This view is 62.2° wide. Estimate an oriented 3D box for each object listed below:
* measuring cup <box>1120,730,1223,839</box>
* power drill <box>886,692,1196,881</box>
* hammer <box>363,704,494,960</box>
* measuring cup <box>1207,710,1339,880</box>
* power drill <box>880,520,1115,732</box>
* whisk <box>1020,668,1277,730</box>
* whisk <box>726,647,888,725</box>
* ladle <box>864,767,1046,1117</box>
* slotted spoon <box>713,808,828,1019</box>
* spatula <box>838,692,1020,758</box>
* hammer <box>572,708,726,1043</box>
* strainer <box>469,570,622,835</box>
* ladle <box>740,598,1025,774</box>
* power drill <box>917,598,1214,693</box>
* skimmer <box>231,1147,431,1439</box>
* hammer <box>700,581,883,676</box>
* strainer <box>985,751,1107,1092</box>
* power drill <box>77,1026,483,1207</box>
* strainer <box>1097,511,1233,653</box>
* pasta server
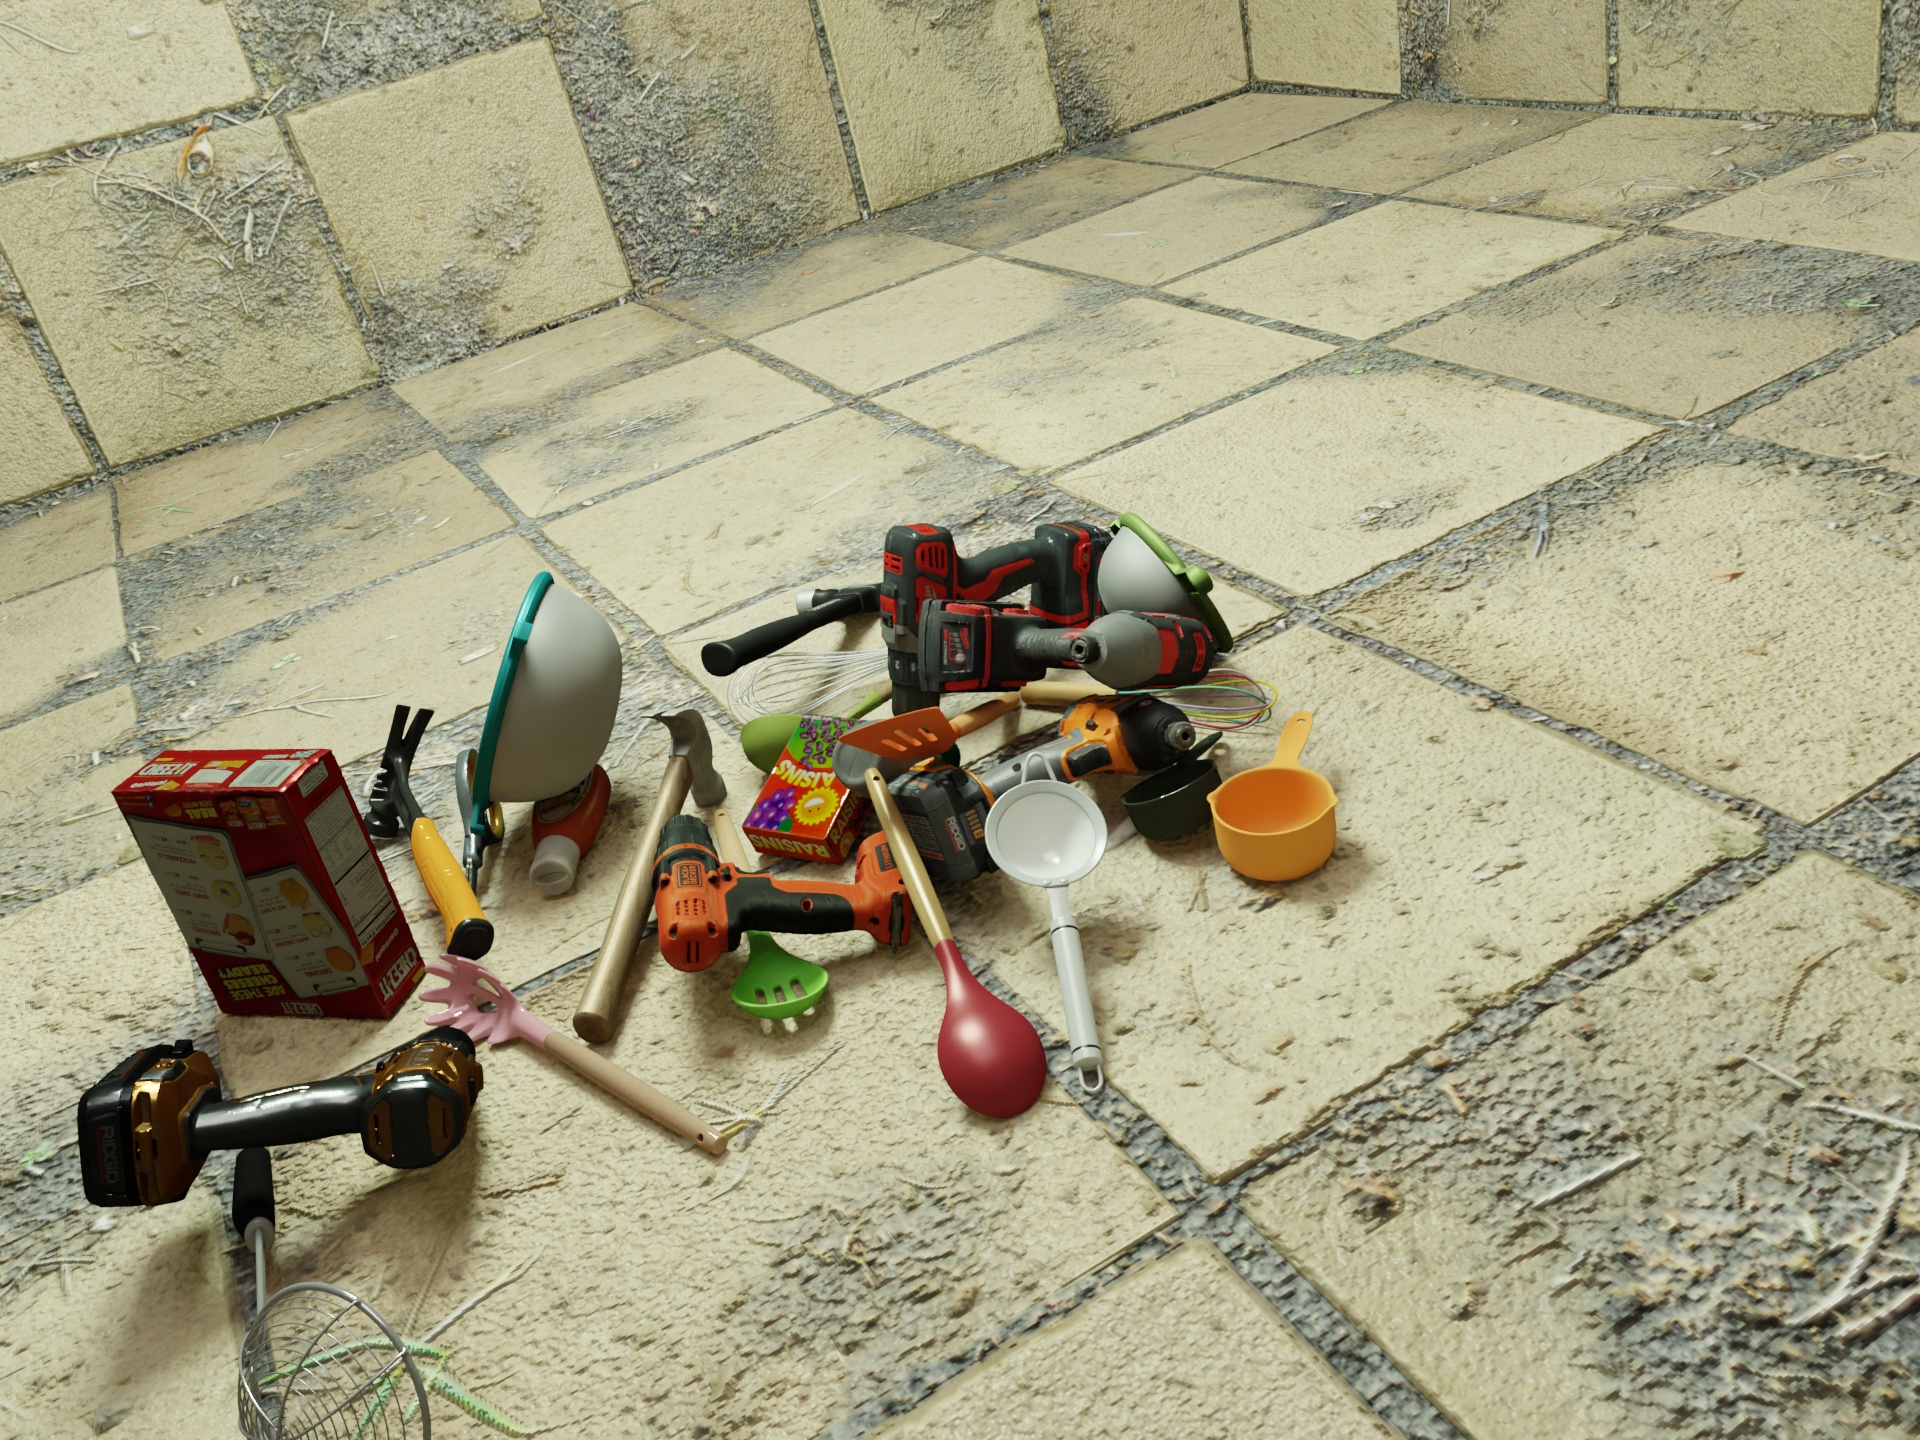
[{"bbox_3d":[0.183,0.049,1.245,0.083,0.038,0.167,-20,8,30],"label":"measuring cup"},{"bbox_3d":[0.067,0.042,1.218,0.226,0.084,0.164,-25,9,-20],"label":"power drill"},{"bbox_3d":[-0.442,0.100,1.329,0.034,0.127,0.337,13,14,-34],"label":"hammer"},{"bbox_3d":[0.244,0.056,1.190,0.095,0.052,0.174,1,31,24],"label":"measuring cup"},{"bbox_3d":[0.029,-0.090,1.441,0.226,0.187,0.080,-9,19,-31],"label":"power drill"},{"bbox_3d":[0.159,-0.021,1.366,0.245,0.051,0.047,3,68,36],"label":"whisk"},{"bbox_3d":[-0.084,-0.053,1.514,0.284,0.070,0.070,-16,29,-15],"label":"whisk"},{"bbox_3d":[-0.017,0.138,1.099,0.069,0.031,0.316,-11,42,-16],"label":"ladle"},{"bbox_3d":[-0.161,0.144,1.232,0.070,0.031,0.314,-12,27,-13],"label":"slotted spoon"},{"bbox_3d":[-0.002,-0.004,1.285,0.081,0.041,0.322,-18,3,19],"label":"spatula"},{"bbox_3d":[-0.247,0.112,1.257,0.031,0.129,0.332,-4,39,10],"label":"hammer"},{"bbox_3d":[-0.345,-0.040,1.422,0.095,0.211,0.341,16,21,-8],"label":"strainer"},{"bbox_3d":[-0.064,-0.043,1.460,0.320,0.078,0.062,-34,79,-29],"label":"ladle"},{"bbox_3d":[0.075,-0.057,1.266,0.220,0.078,0.143,4,4,42],"label":"power drill"},{"bbox_3d":[-0.388,0.335,0.956,0.090,0.127,0.363,-1,11,-25],"label":"skimmer"},{"bbox_3d":[-0.149,-0.091,1.516,0.146,0.035,0.335,-4,12,20],"label":"hammer"},{"bbox_3d":[0.068,0.136,1.083,0.087,0.050,0.259,-5,50,-4],"label":"strainer"},{"bbox_3d":[-0.432,0.249,1.051,0.226,0.084,0.185,-4,4,-10],"label":"power drill"},{"bbox_3d":[0.165,-0.099,1.327,0.069,0.151,0.256,-38,2,3],"label":"strainer"},{"bbox_3d":[-0.276,0.235,1.113,0.316,0.060,0.040,18,6,38],"label":"pasta server"}]
